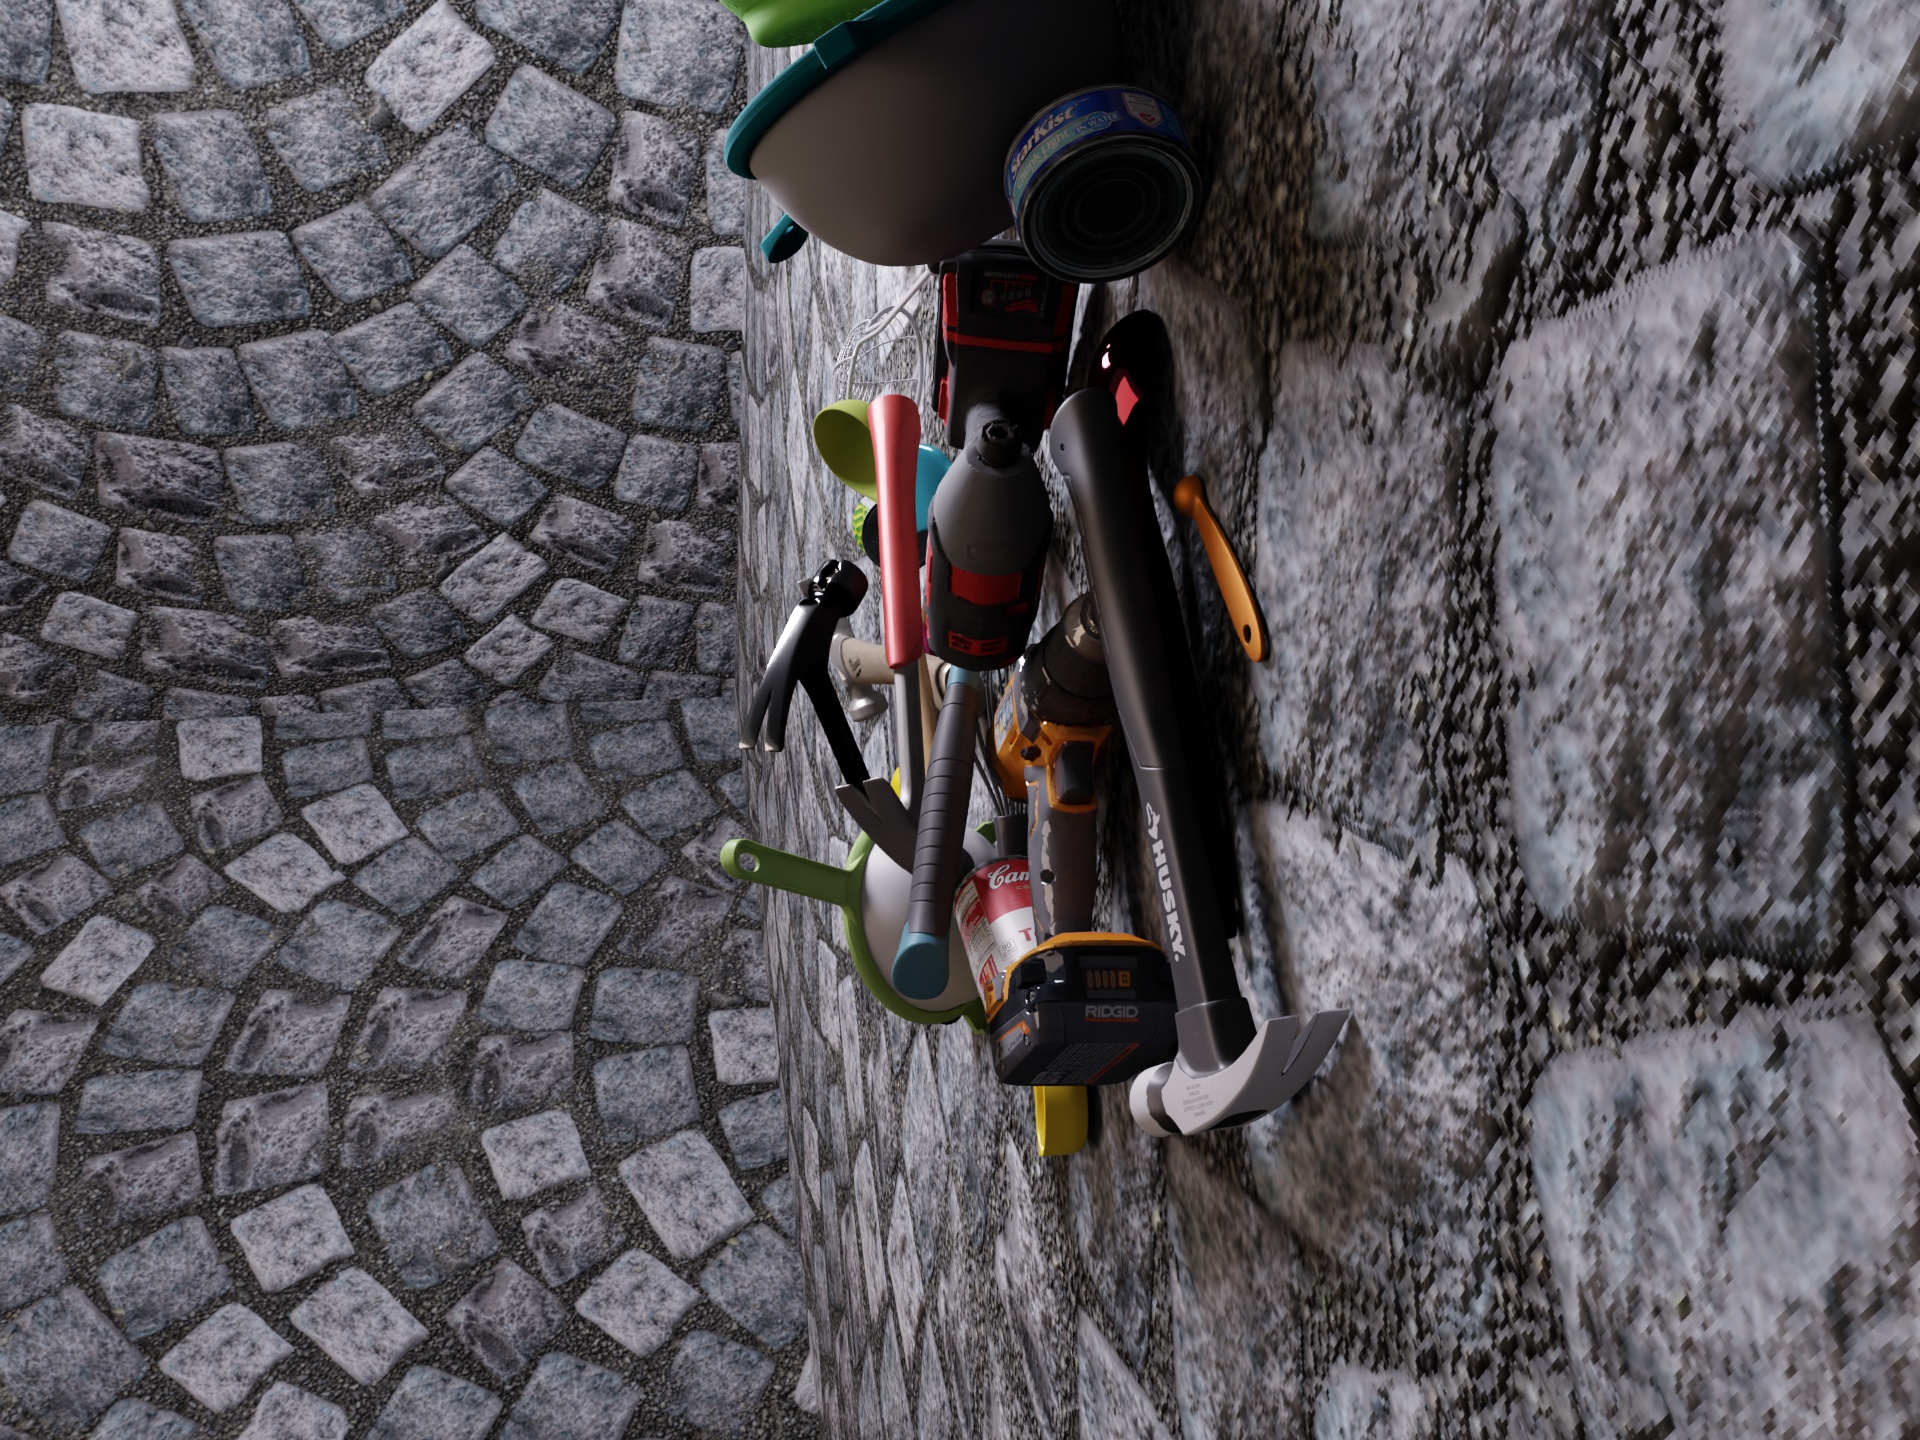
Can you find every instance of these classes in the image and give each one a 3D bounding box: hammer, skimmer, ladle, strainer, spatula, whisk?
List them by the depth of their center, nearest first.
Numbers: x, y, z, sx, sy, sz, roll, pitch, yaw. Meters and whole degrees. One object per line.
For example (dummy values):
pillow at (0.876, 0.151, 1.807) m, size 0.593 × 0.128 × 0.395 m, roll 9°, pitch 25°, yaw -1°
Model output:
hammer at (0.087, 0.007, 0.697) m, size 0.146 × 0.035 × 0.335 m, roll 132°, pitch 132°, yaw -64°
ladle at (0.096, -0.052, 0.750) m, size 0.069 × 0.031 × 0.316 m, roll 124°, pitch 140°, yaw -67°
strainer at (-0.028, -0.276, 0.830) m, size 0.095 × 0.211 × 0.340 m, roll 62°, pitch 156°, yaw -6°
hammer at (-0.001, -0.003, 0.913) m, size 0.128 × 0.033 × 0.331 m, roll 100°, pitch 178°, yaw -60°
strainer at (-0.038, 0.110, 1.026) m, size 0.069 × 0.256 × 0.152 m, roll -13°, pitch 65°, yaw 39°
whisk at (0.032, 0.063, 1.027) m, size 0.055 × 0.055 × 0.239 m, roll 165°, pitch 98°, yaw -78°
hammer at (-0.041, -0.074, 1.033) m, size 0.149 × 0.037 × 0.359 m, roll 52°, pitch -151°, yaw -54°
spatula at (0.001, -0.152, 1.128) m, size 0.318 × 0.044 × 0.082 m, roll -133°, pitch 29°, yaw -70°
hammer at (-0.057, 0.087, 1.137) m, size 0.408 × 0.036 × 0.149 m, roll 71°, pitch -146°, yaw -41°
ladle at (-0.053, -0.087, 1.162) m, size 0.078 × 0.062 × 0.320 m, roll 140°, pitch 123°, yaw -59°
skimmer at (-0.014, -0.298, 1.178) m, size 0.363 × 0.090 × 0.127 m, roll -27°, pitch 38°, yaw 65°
hammer at (-0.060, -0.054, 1.337) m, size 0.146 × 0.038 × 0.411 m, roll 68°, pitch 167°, yaw -11°

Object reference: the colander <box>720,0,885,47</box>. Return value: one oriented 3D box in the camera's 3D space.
colander at (-0.030, -0.414, 0.790) m, size 0.397 × 0.204 × 0.094 m, roll 15°, pitch 124°, yaw 59°

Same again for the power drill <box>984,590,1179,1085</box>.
power drill at (0.061, 0.058, 0.815) m, size 0.185 × 0.084 × 0.226 m, roll 113°, pitch 157°, yaw -63°

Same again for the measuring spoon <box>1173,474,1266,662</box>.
measuring spoon at (0.112, -0.068, 0.697) m, size 0.021 × 0.011 × 0.117 m, roll 100°, pitch 163°, yaw -46°

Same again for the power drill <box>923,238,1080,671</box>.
power drill at (0.019, -0.149, 0.833) m, size 0.143 × 0.078 × 0.220 m, roll 96°, pitch 179°, yaw -51°

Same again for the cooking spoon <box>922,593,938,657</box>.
cooking spoon at (-0.021, -0.090, 1.234) m, size 0.069 × 0.017 × 0.318 m, roll 61°, pitch 167°, yaw 14°

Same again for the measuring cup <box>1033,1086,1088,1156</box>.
measuring cup at (0.060, 0.221, 0.998) m, size 0.156 × 0.029 × 0.062 m, roll -93°, pitch 2°, yaw -79°
